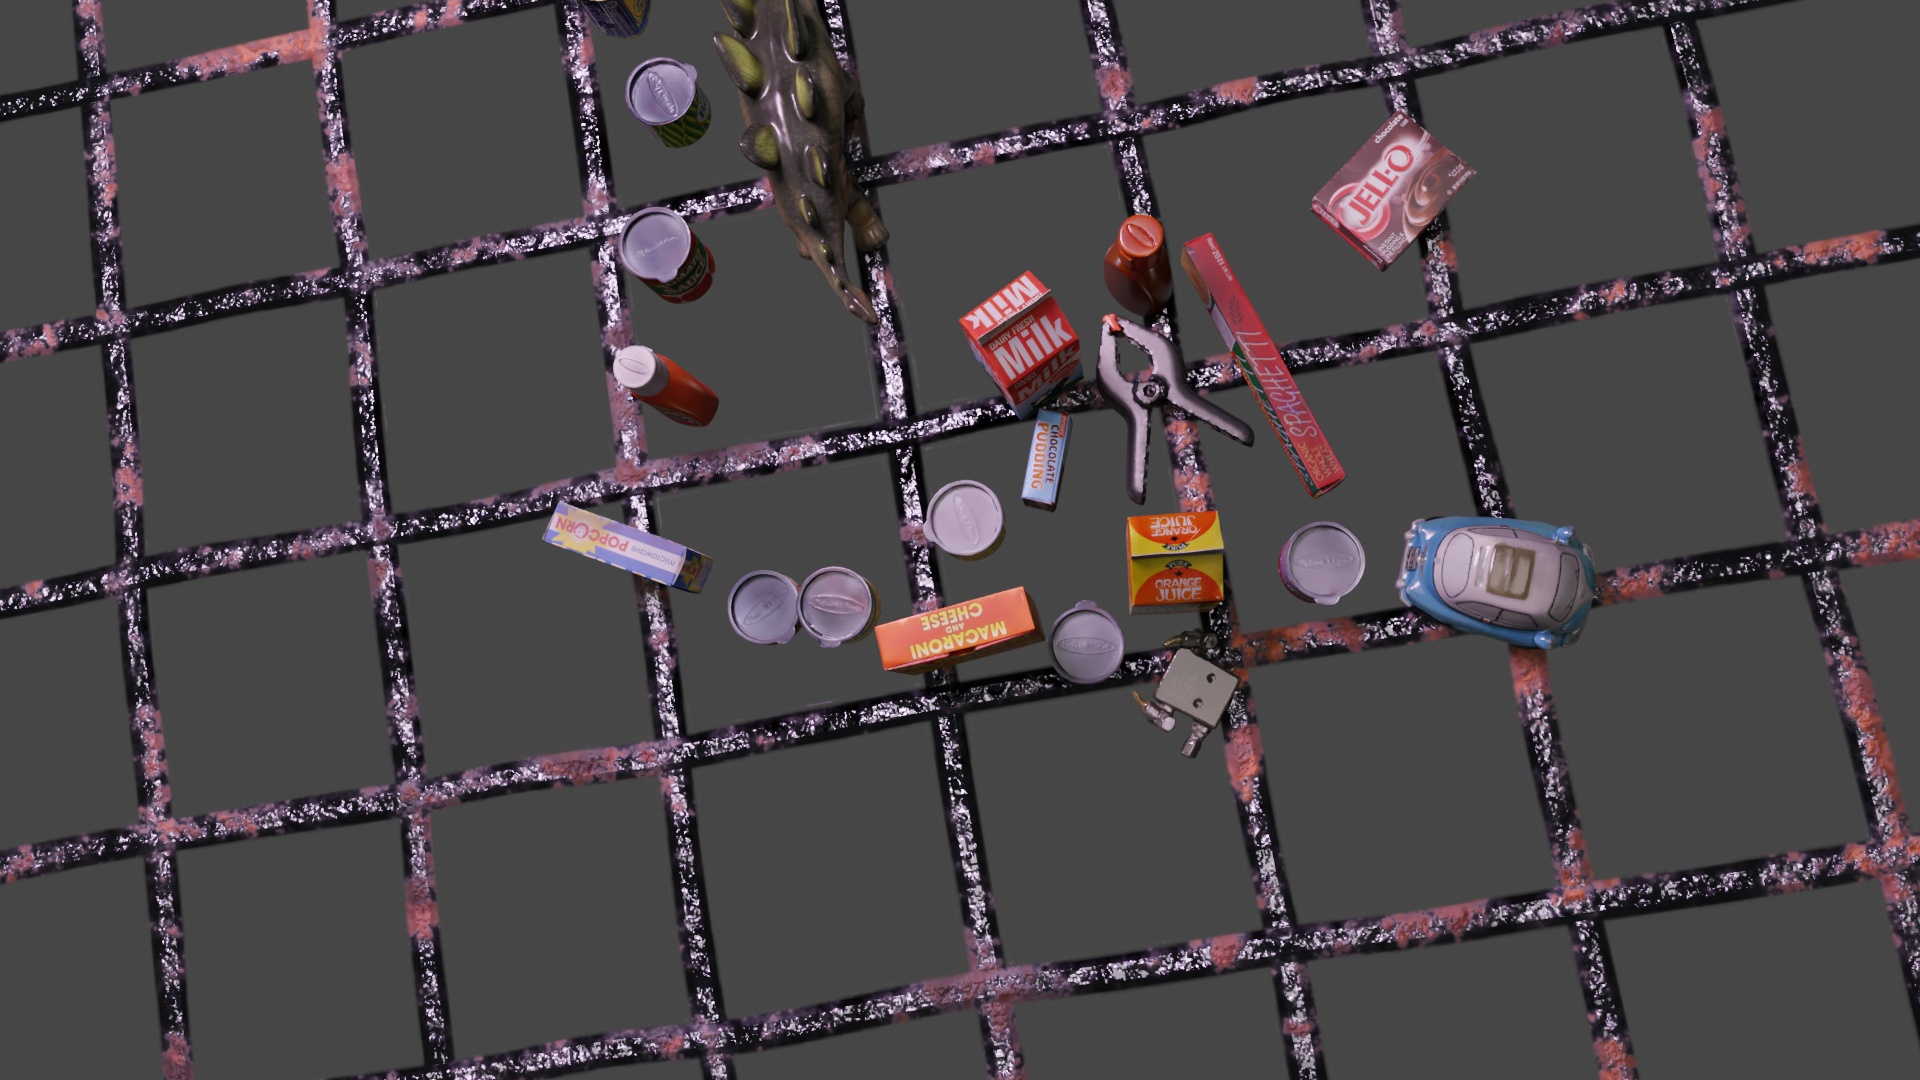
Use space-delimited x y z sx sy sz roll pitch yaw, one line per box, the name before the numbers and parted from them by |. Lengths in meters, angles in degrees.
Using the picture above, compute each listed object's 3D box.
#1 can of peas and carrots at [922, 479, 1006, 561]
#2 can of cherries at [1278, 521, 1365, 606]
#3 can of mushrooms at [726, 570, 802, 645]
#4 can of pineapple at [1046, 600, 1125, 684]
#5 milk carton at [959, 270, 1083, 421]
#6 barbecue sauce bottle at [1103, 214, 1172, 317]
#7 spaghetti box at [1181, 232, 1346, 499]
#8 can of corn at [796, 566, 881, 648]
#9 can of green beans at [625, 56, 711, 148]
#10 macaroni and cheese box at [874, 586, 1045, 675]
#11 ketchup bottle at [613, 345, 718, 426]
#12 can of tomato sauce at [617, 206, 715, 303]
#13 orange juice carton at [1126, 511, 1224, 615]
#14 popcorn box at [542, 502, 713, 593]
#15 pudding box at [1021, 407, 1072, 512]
can of peas and carrots | 0.004 -0.015 1.222 0.071 0.058 0.071 -1 83 6
can of cherries | 0.307 0.022 1.186 0.071 0.058 0.071 -1 83 6
can of mushrooms | -0.171 0.063 1.244 0.071 0.033 0.071 -1 83 6
can of pineapple | 0.110 0.090 1.199 0.071 0.058 0.071 -1 83 6
milk carton | 0.053 -0.165 1.169 0.072 0.190 0.073 -35 81 1
barbecue sauce bottle | 0.152 -0.237 1.188 0.065 0.148 0.043 42 89 9
spaghetti box | 0.264 -0.152 1.216 0.029 0.050 0.250 -27 81 2
can of corn | -0.107 0.061 1.225 0.071 0.058 0.071 -1 83 6
can of green beans | -0.272 -0.409 1.300 0.071 0.058 0.071 -1 83 6
macaroni and cheese box | 0.005 0.078 1.156 0.124 0.166 0.040 -15 82 4
ketchup bottle | -0.262 -0.137 1.219 0.065 0.148 0.043 22 86 8
can of tomato sauce | -0.265 -0.257 1.268 0.071 0.083 0.071 -1 83 6
orange juice carton | 0.173 0.019 1.133 0.072 0.192 0.073 -3 83 6
popcorn box | -0.293 0.008 1.237 0.127 0.085 0.038 19 86 8
pudding box | 0.077 -0.070 1.226 0.030 0.049 0.084 10 84 7
